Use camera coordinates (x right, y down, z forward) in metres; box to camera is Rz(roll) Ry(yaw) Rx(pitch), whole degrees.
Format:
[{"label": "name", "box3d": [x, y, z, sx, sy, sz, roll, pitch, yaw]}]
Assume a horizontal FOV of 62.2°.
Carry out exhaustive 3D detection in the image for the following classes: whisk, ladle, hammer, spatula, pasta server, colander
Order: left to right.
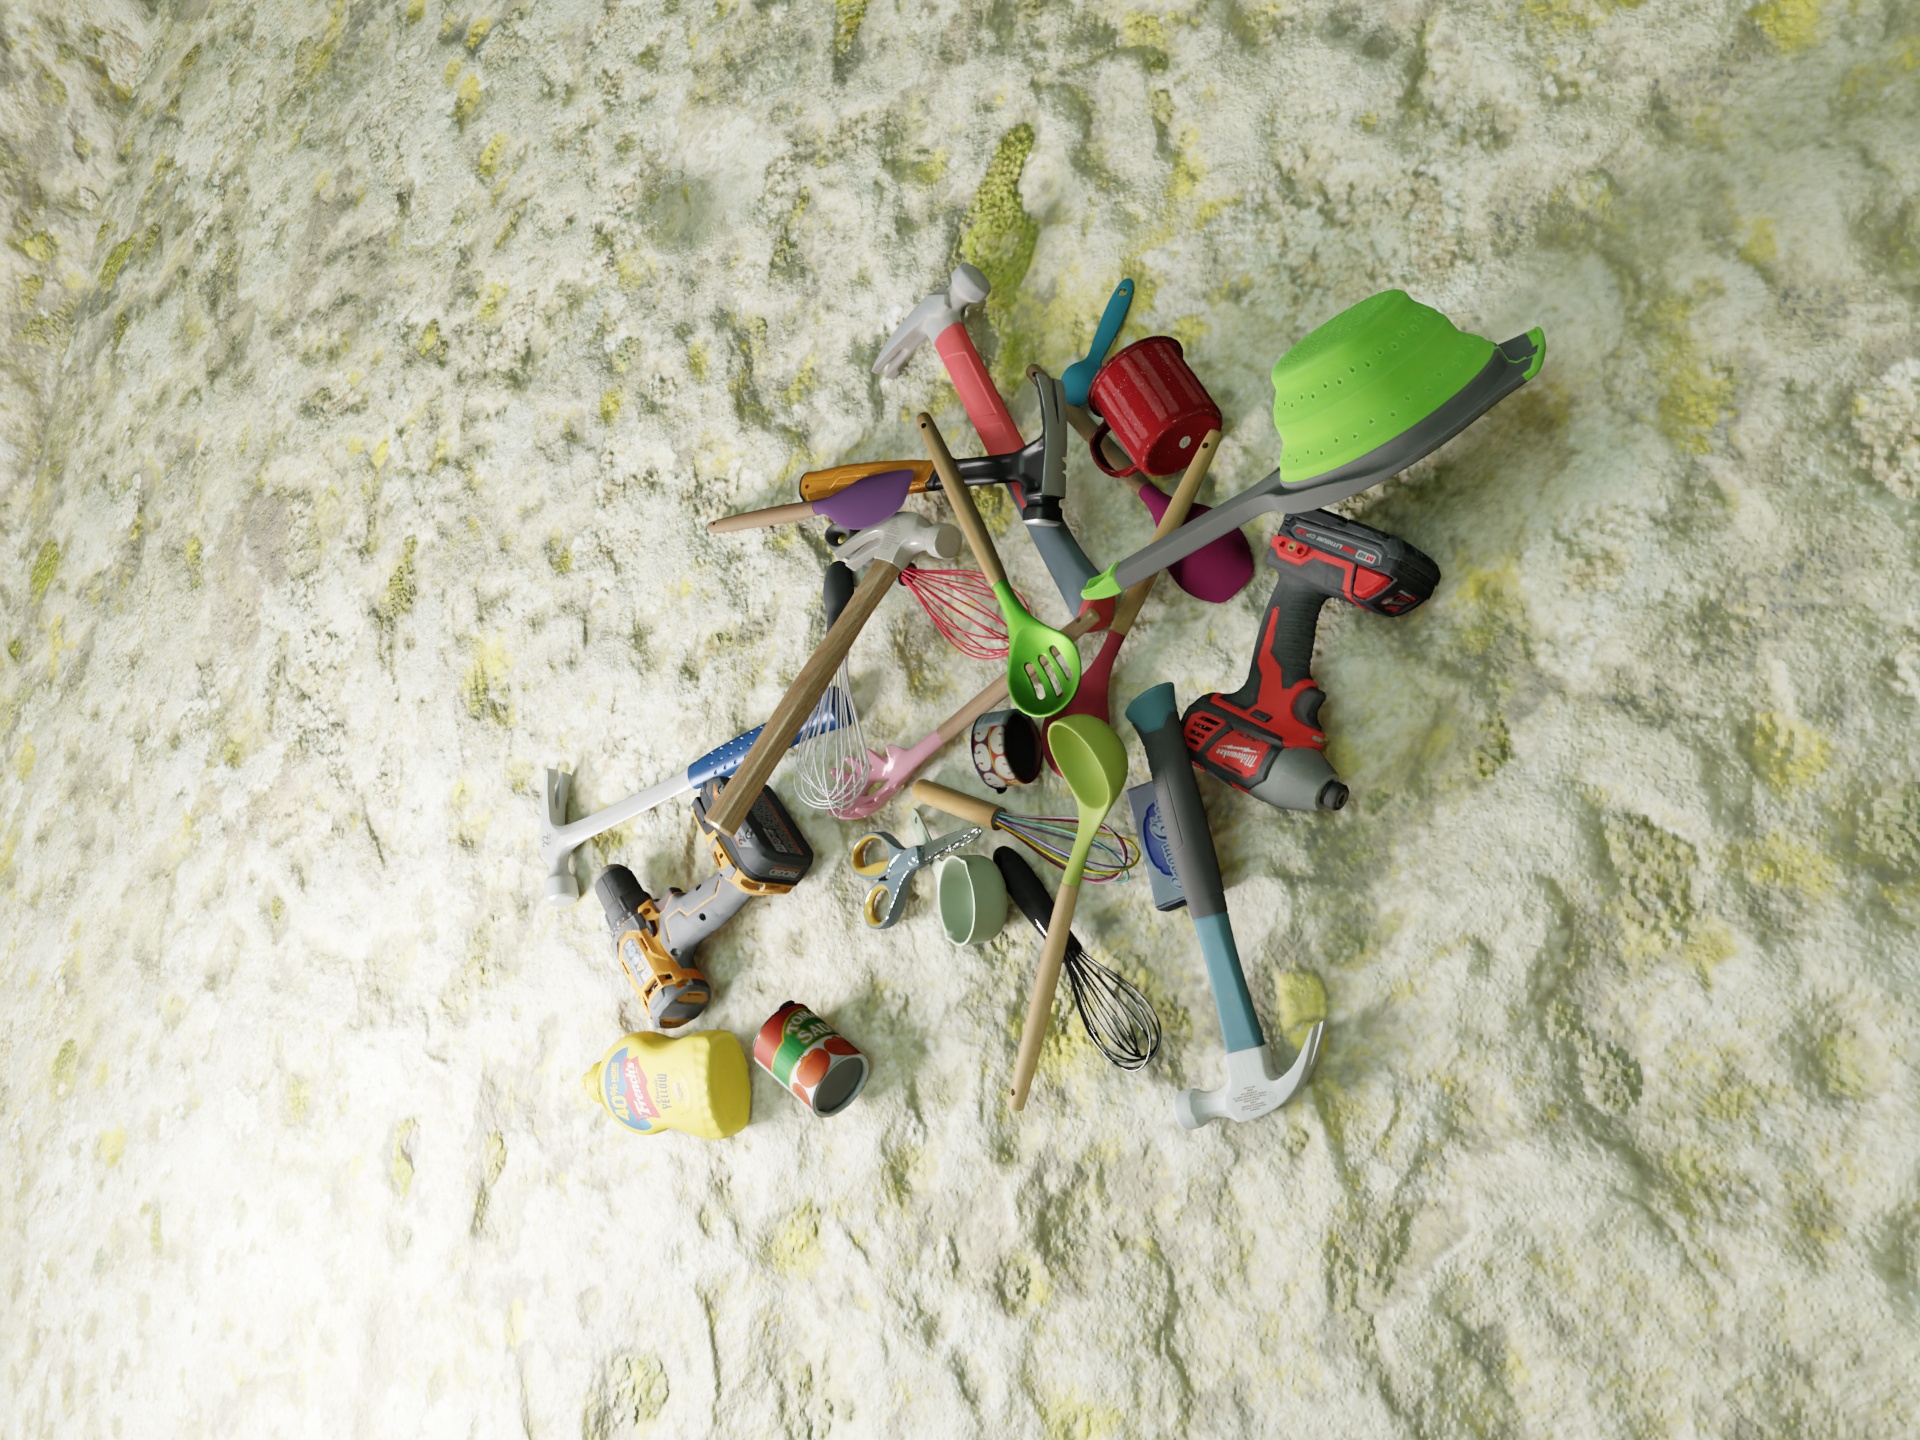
[{"label": "hammer", "box3d": [-0.276, 0.055, 1.585, 0.405, 0.035, 0.144, -25, 64, 28]}, {"label": "spatula", "box3d": [-0.154, -0.202, 1.541, 0.316, 0.018, 0.060, 0, 65, 48]}, {"label": "hammer", "box3d": [-0.126, -0.045, 1.408, 0.130, 0.031, 0.331, 21, 75, 51]}, {"label": "whisk", "box3d": [-0.114, -0.038, 1.457, 0.070, 0.070, 0.285, -24, 49, 28]}, {"label": "whisk", "box3d": [-0.038, -0.127, 1.457, 0.296, 0.073, 0.073, 33, 97, 43]}, {"label": "hammer", "box3d": [-0.034, -0.232, 1.456, 0.337, 0.034, 0.127, 2, 90, 46]}, {"label": "pasta server", "box3d": [-0.002, -0.004, 1.389, 0.316, 0.040, 0.060, -38, 47, 28]}, {"label": "hammer", "box3d": [0.034, -0.231, 1.440, 0.143, 0.038, 0.387, -41, 59, 31]}, {"label": "whisk", "box3d": [0.052, 0.089, 1.347, 0.245, 0.051, 0.047, 18, 67, 41]}, {"label": "ladle", "box3d": [0.070, 0.152, 1.243, 0.078, 0.062, 0.320, 23, 101, 59]}, {"label": "whisk", "box3d": [0.089, 0.185, 1.286, 0.055, 0.055, 0.239, -48, 51, 15]}, {"label": "ladle", "box3d": [0.144, -0.096, 1.323, 0.069, 0.031, 0.315, 30, 98, 36]}, {"label": "hammer", "box3d": [0.184, 0.134, 1.200, 0.128, 0.033, 0.331, -19, 80, 29]}, {"label": "colander", "box3d": [0.233, -0.213, 1.198, 0.397, 0.205, 0.094, -28, 105, 31]}]

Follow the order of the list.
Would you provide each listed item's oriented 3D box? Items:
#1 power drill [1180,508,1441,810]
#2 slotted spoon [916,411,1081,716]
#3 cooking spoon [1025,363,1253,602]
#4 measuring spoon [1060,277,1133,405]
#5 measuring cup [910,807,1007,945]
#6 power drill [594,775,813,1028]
[{"label": "power drill", "box3d": [0.266, -0.041, 1.207, 0.143, 0.078, 0.219, 30, 98, 38]}, {"label": "slotted spoon", "box3d": [0.026, -0.138, 1.354, 0.070, 0.031, 0.314, -33, 67, 21]}, {"label": "cooking spoon", "box3d": [0.145, -0.214, 1.373, 0.068, 0.017, 0.319, -46, 56, 15]}, {"label": "measuring spoon", "box3d": [0.123, -0.341, 1.411, 0.042, 0.021, 0.128, 20, 81, 28]}, {"label": "measuring cup", "box3d": [-0.003, 0.126, 1.374, 0.168, 0.038, 0.083, -122, 37, -51]}, {"label": "power drill", "box3d": [-0.259, 0.155, 1.522, 0.226, 0.084, 0.186, -51, 54, 19]}]
